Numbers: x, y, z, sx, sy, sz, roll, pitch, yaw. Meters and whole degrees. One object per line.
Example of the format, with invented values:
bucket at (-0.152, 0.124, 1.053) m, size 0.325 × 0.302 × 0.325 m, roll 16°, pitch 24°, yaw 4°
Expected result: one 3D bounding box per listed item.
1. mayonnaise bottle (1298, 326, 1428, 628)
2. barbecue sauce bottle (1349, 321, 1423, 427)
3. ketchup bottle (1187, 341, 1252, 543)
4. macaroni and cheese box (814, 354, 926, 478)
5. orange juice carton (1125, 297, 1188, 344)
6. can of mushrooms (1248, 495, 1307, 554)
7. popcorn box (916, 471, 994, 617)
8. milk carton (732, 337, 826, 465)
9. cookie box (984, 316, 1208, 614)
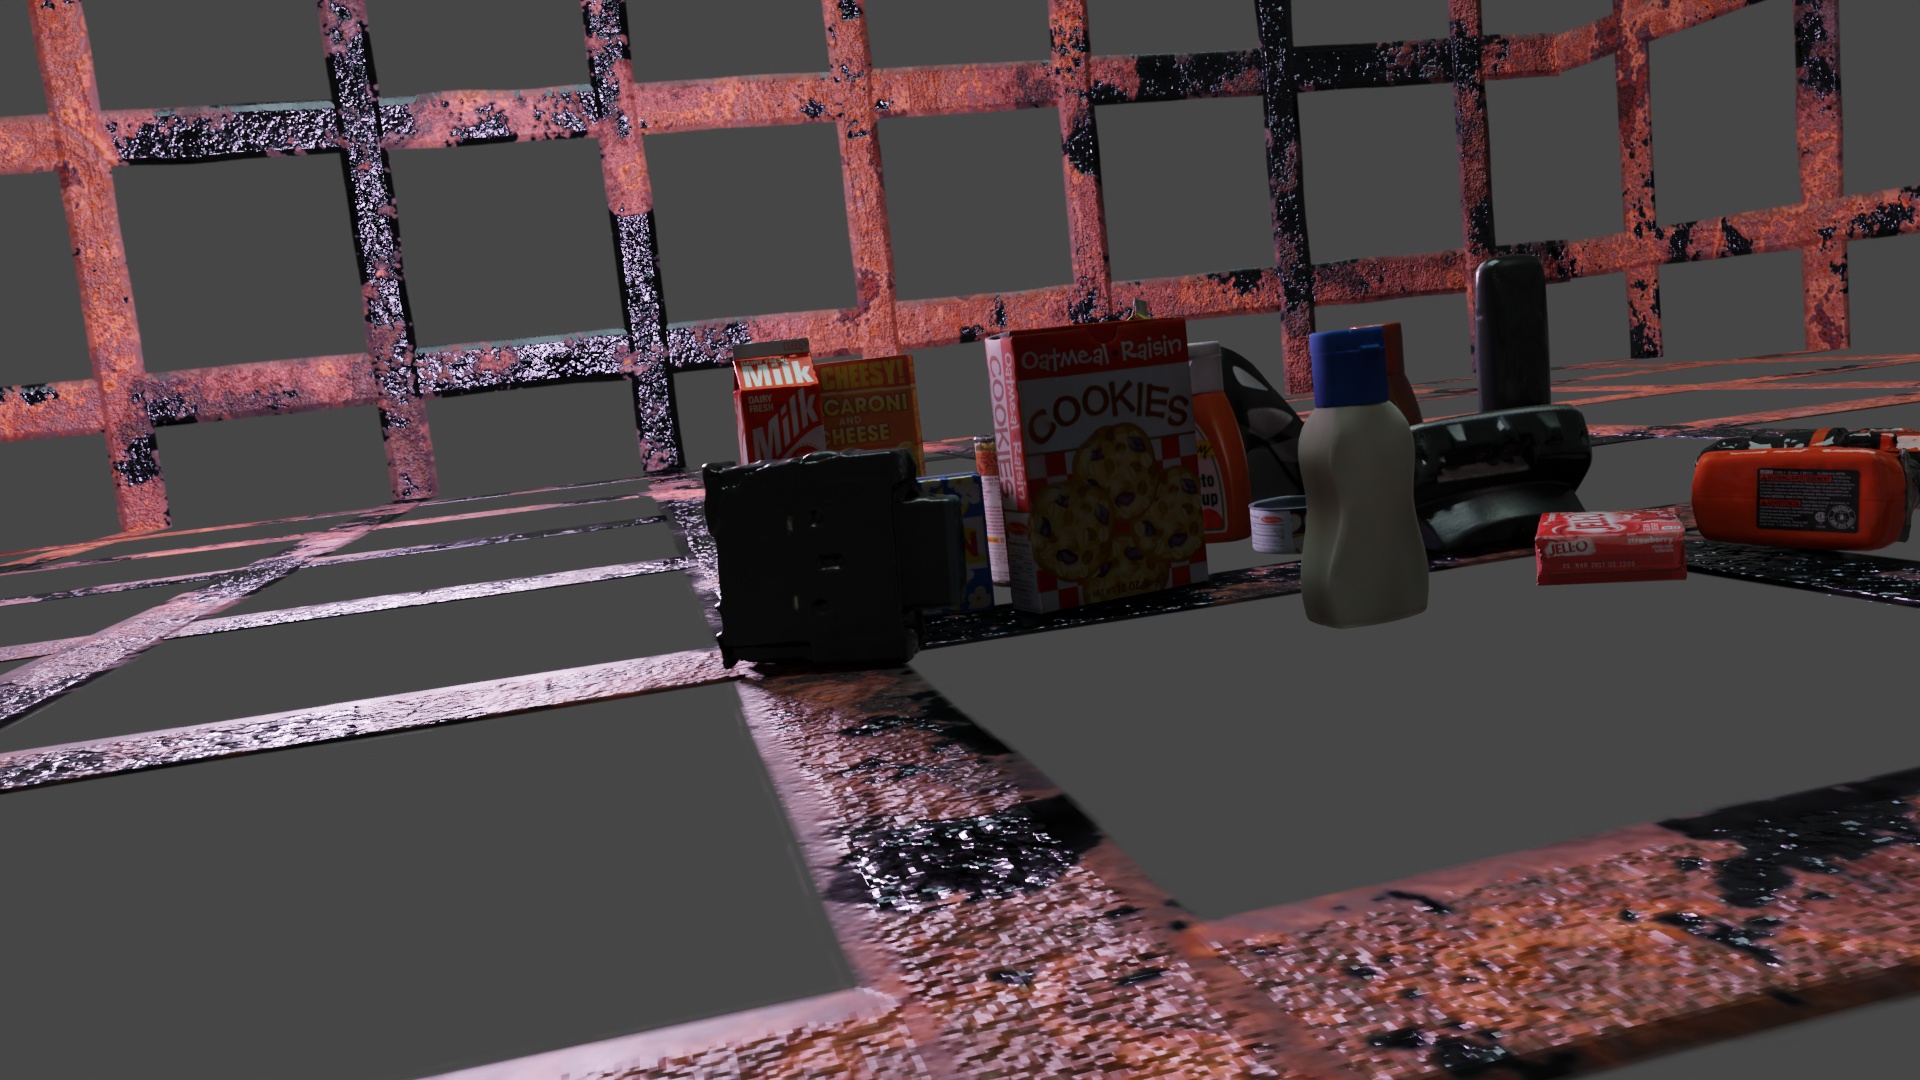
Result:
mayonnaise bottle at (0.201, -0.033, 0.703) m, size 0.065 × 0.148 × 0.041 m, roll -9°, pitch 7°, yaw -20°
barbecue sauce bottle at (0.307, -0.083, 1.011) m, size 0.065 × 0.148 × 0.044 m, roll 0°, pitch 9°, yaw 43°
ketchup bottle at (0.182, -0.073, 1.039) m, size 0.064 × 0.148 × 0.044 m, roll 0°, pitch 9°, yaw 44°
macaroni and cheese box at (-0.098, -0.087, 1.314) m, size 0.124 × 0.166 × 0.040 m, roll -5°, pitch 7°, yaw 6°
orange juice carton at (0.169, -0.120, 1.241) m, size 0.073 × 0.192 × 0.072 m, roll -4°, pitch 7°, yaw 18°
can of mushrooms at (0.237, -0.012, 0.965) m, size 0.071 × 0.033 × 0.071 m, roll -6°, pitch 7°, yaw 1°
popcorn box at (-0.046, 0.006, 0.858) m, size 0.127 × 0.085 × 0.038 m, roll -7°, pitch 7°, yaw -4°
milk carton at (-0.161, -0.085, 1.255) m, size 0.072 × 0.190 × 0.073 m, roll -8°, pitch 7°, yaw -14°
cookie box at (0.085, -0.048, 0.847) m, size 0.123 × 0.167 × 0.040 m, roll -9°, pitch 7°, yaw -25°
